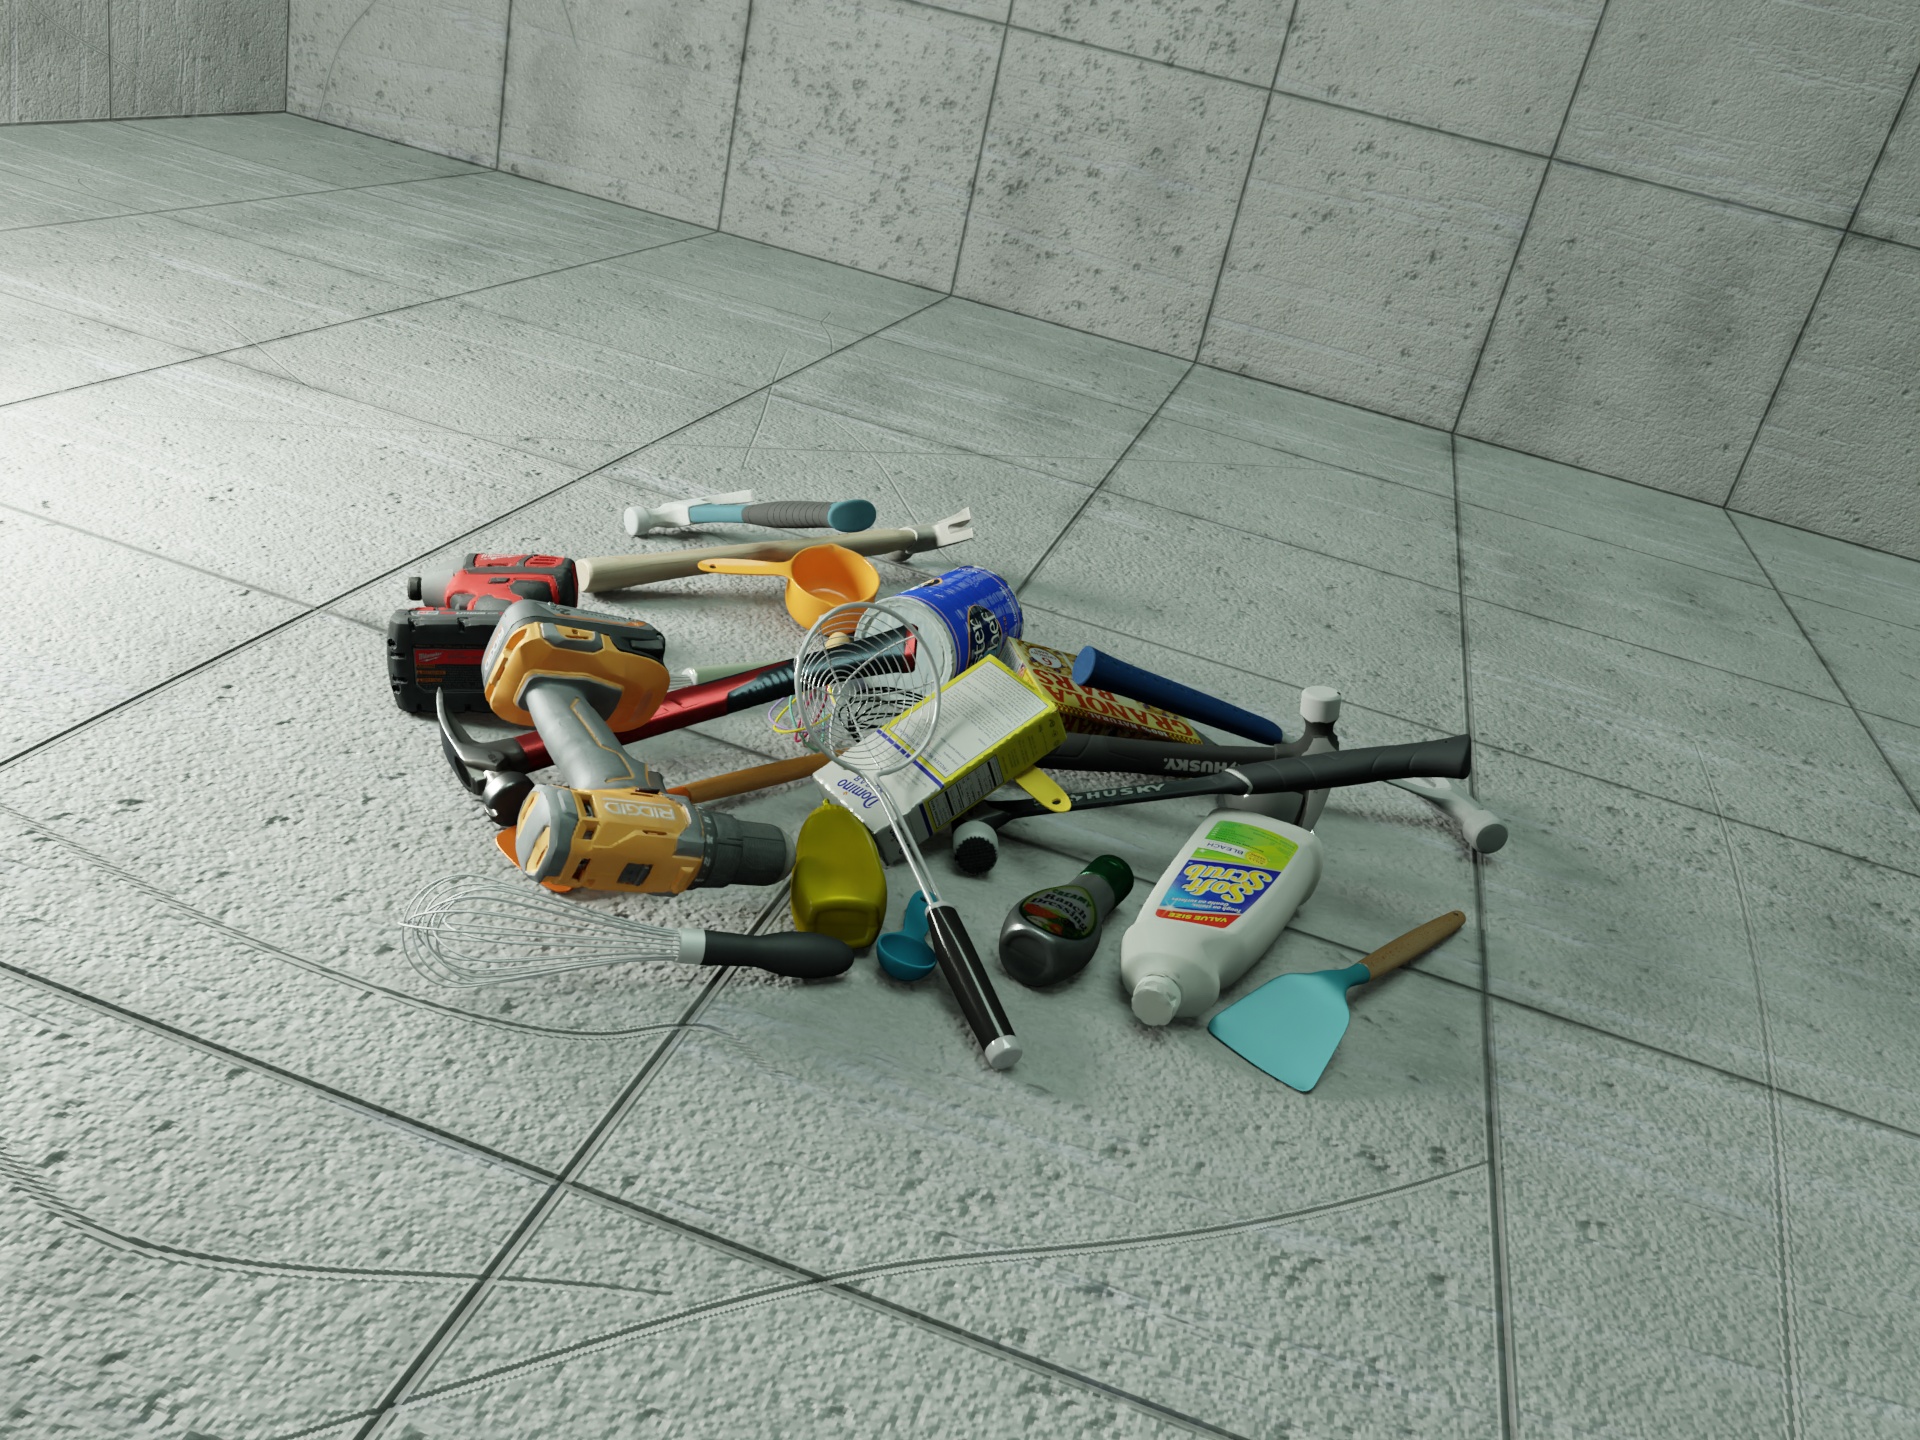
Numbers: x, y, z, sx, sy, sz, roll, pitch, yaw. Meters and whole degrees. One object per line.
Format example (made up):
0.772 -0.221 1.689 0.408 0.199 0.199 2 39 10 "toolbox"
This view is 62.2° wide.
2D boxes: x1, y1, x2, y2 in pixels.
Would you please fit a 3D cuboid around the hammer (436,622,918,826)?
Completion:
-0.205 -0.023 1.240 0.386 0.038 0.143 -18 41 -30 "hammer"

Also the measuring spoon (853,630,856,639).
-0.087 -0.066 1.505 0.021 0.011 0.117 7 26 -14 "measuring spoon"

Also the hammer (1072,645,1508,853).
0.282 0.016 1.387 0.405 0.035 0.144 20 18 -18 "hammer"

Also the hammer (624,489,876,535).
-0.198 -0.203 1.568 0.128 0.033 0.331 -16 17 -37 "hammer"

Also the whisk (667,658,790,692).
-0.233 -0.031 1.332 0.246 0.058 0.059 -8 67 -43 "whisk"

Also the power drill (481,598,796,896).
-0.218 0.026 1.070 0.185 0.084 0.226 10 37 -36 "power drill"

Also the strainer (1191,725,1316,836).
0.233 0.034 1.429 0.087 0.050 0.259 -18 33 -24 "strainer"

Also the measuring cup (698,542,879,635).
-0.167 -0.125 1.529 0.173 0.052 0.095 4 44 -12 "measuring cup"

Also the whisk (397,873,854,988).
-0.201 0.138 0.988 0.284 0.070 0.070 8 25 -23 "whisk"

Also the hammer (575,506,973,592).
-0.181 -0.168 1.583 0.410 0.038 0.146 -11 2 -35 "hammer"

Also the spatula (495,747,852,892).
-0.191 0.060 1.188 0.081 0.041 0.322 30 26 31 "spatula"

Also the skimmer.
-0.022 0.066 1.087 0.127 0.090 0.364 10 37 -35 "skimmer"

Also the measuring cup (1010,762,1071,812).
0.040 0.041 1.244 0.062 0.029 0.157 -27 39 -20 "measuring cup"

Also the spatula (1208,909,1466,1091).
0.299 0.187 1.165 0.082 0.044 0.317 30 26 33 "spatula"

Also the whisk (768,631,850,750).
-0.119 -0.032 1.385 0.051 0.047 0.245 46 17 -12 "whisk"

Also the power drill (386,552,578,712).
-0.398 -0.083 1.310 0.143 0.078 0.220 0 23 -7 "power drill"

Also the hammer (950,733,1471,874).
0.195 0.049 1.240 0.409 0.036 0.149 -7 22 2 "hammer"

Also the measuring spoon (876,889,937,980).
-0.033 0.148 1.094 0.042 0.021 0.129 21 16 0 "measuring spoon"

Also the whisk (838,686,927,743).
-0.003 -0.004 1.386 0.238 0.055 0.055 -2 29 -38 "whisk"

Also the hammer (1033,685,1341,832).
0.139 0.034 1.316 0.335 0.146 0.035 4 22 7 "hammer"
